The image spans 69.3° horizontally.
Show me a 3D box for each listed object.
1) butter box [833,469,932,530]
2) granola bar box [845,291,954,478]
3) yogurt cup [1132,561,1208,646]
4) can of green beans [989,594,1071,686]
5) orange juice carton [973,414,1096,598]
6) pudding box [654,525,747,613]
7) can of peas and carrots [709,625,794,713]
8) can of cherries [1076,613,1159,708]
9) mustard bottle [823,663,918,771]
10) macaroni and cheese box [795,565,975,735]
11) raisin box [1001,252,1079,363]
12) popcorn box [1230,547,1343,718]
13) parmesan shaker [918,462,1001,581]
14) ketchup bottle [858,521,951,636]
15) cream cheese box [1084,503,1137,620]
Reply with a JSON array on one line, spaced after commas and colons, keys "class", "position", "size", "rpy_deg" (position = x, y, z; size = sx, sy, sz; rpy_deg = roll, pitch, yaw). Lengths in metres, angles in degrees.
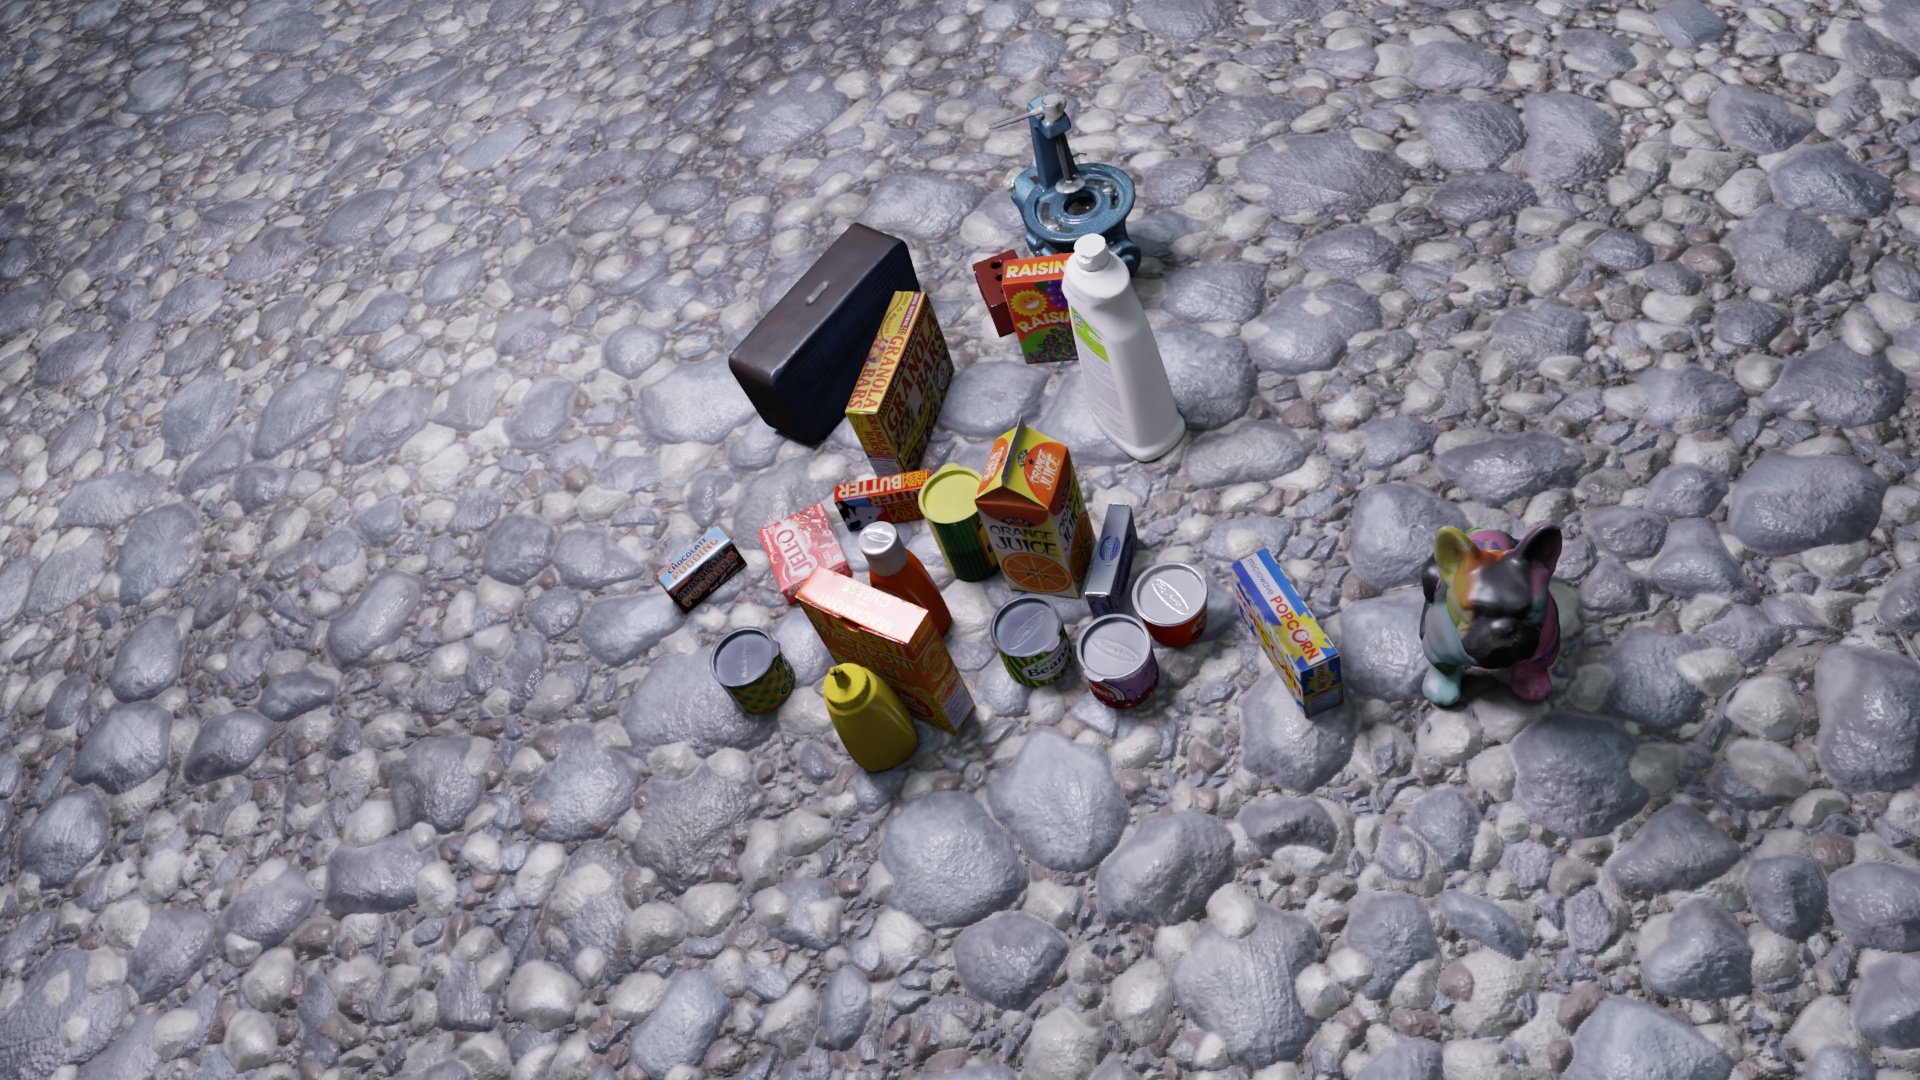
[{"class": "butter box", "position": [-0.073, -0.041, 1.418], "size": [0.103, 0.053, 0.024], "rpy_deg": [-10, 53, 10]}, {"class": "granola bar box", "position": [-0.059, -0.159, 1.455], "size": [0.039, 0.123, 0.166], "rpy_deg": [6, 57, 21]}, {"class": "yogurt cup", "position": [0.193, 0.061, 1.262], "size": [0.072, 0.053, 0.073], "rpy_deg": [-8, 53, 11]}, {"class": "can of green beans", "position": [0.066, 0.092, 1.276], "size": [0.071, 0.057, 0.071], "rpy_deg": [-8, 53, 11]}, {"class": "orange juice carton", "position": [0.067, -0.030, 1.279], "size": [0.073, 0.191, 0.072], "rpy_deg": [7, 58, 22]}, {"class": "pudding box", "position": [-0.267, 0.030, 1.429], "size": [0.084, 0.049, 0.030], "rpy_deg": [-40, 54, -13]}, {"class": "can of peas and carrots", "position": [-0.197, 0.124, 1.333], "size": [0.071, 0.058, 0.071], "rpy_deg": [-8, 53, 11]}, {"class": "can of cherries", "position": [0.139, 0.110, 1.240], "size": [0.071, 0.058, 0.072], "rpy_deg": [-8, 53, 11]}, {"class": "mustard bottle", "position": [-0.085, 0.147, 1.218], "size": [0.065, 0.159, 0.049], "rpy_deg": [-26, 52, -2]}, {"class": "macaroni and cheese box", "position": [-0.065, 0.101, 1.241], "size": [0.124, 0.165, 0.040], "rpy_deg": [20, 64, 29]}, {"class": "raisin box", "position": [0.099, -0.245, 1.469], "size": [0.086, 0.123, 0.040], "rpy_deg": [-3, 55, 15]}, {"class": "popcorn box", "position": [0.282, 0.079, 1.202], "size": [0.038, 0.085, 0.127], "rpy_deg": [-25, 52, -1]}, {"class": "parmesan shaker", "position": [0.005, -0.017, 1.345], "size": [0.071, 0.102, 0.071], "rpy_deg": [-8, 53, 12]}, {"class": "ketchup bottle", "position": [-0.056, 0.038, 1.295], "size": [0.065, 0.148, 0.044], "rpy_deg": [14, 61, 25]}, {"class": "cream cheese box", "position": [0.143, 0.022, 1.306], "size": [0.024, 0.053, 0.104], "rpy_deg": [5, 57, 21]}]
